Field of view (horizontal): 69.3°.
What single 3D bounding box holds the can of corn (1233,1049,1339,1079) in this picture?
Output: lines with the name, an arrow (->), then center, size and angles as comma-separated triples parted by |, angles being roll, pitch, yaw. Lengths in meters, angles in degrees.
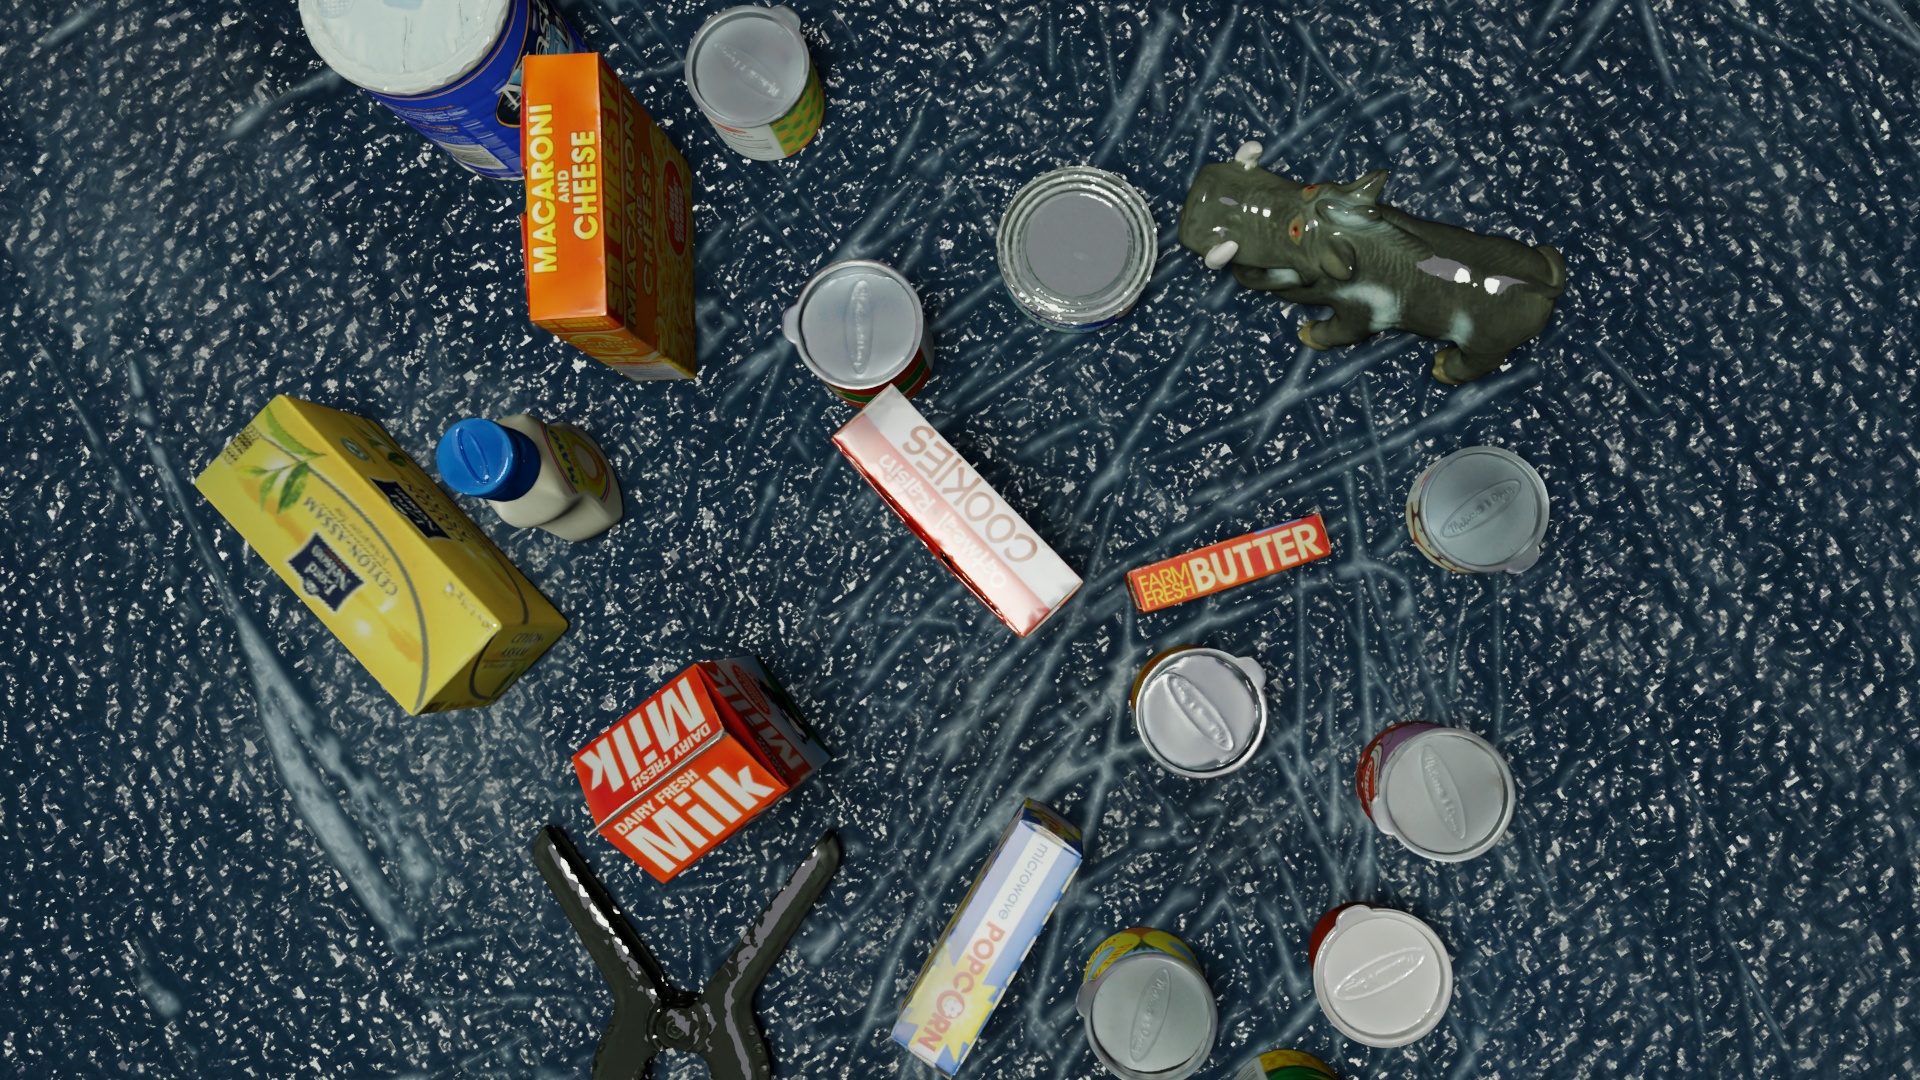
can of corn -> 0.173, 0.302, 0.707 | 0.071, 0.058, 0.071 | 0, 87, 3

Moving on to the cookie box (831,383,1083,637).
cookie box -> 0.002, -0.009, 0.681 | 0.040, 0.167, 0.123 | -44, 85, 0

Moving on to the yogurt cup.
yogurt cup -> 0.211, 0.218, 0.712 | 0.072, 0.054, 0.072 | 0, 87, 3

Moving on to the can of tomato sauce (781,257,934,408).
can of tomato sauce -> -0.051, -0.106, 0.732 | 0.071, 0.083, 0.071 | 0, 87, 3

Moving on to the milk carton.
milk carton -> -0.122, 0.106, 0.669 | 0.072, 0.190, 0.073 | -38, 86, 1

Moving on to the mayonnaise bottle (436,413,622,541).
mayonnaise bottle -> -0.216, -0.034, 0.705 | 0.041, 0.148, 0.065 | -26, 86, 2

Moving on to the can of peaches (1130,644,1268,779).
can of peaches -> 0.124, 0.087, 0.723 | 0.071, 0.058, 0.071 | 0, 87, 3

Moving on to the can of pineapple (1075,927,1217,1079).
can of pineapple -> 0.095, 0.237, 0.716 | 0.071, 0.058, 0.071 | 0, 87, 3

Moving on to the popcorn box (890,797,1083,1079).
popcorn box -> 0.016, 0.198, 0.709 | 0.038, 0.085, 0.126 | 31, 89, 4

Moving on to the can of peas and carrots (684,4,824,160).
can of peas and carrots -> -0.109, -0.250, 0.757 | 0.071, 0.058, 0.071 | 0, 87, 3

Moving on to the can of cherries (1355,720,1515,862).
can of cherries -> 0.239, 0.127, 0.714 | 0.071, 0.058, 0.071 | 0, 87, 3

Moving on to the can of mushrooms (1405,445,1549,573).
can of mushrooms -> 0.273, -0.013, 0.733 | 0.071, 0.033, 0.071 | 0, 87, 3

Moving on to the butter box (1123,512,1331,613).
butter box -> 0.138, 0.013, 0.729 | 0.103, 0.053, 0.024 | -18, 86, 2

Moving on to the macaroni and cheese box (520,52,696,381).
macaroni and cheese box -> -0.173, -0.154, 0.700 | 0.040, 0.166, 0.123 | -3, 87, 3
